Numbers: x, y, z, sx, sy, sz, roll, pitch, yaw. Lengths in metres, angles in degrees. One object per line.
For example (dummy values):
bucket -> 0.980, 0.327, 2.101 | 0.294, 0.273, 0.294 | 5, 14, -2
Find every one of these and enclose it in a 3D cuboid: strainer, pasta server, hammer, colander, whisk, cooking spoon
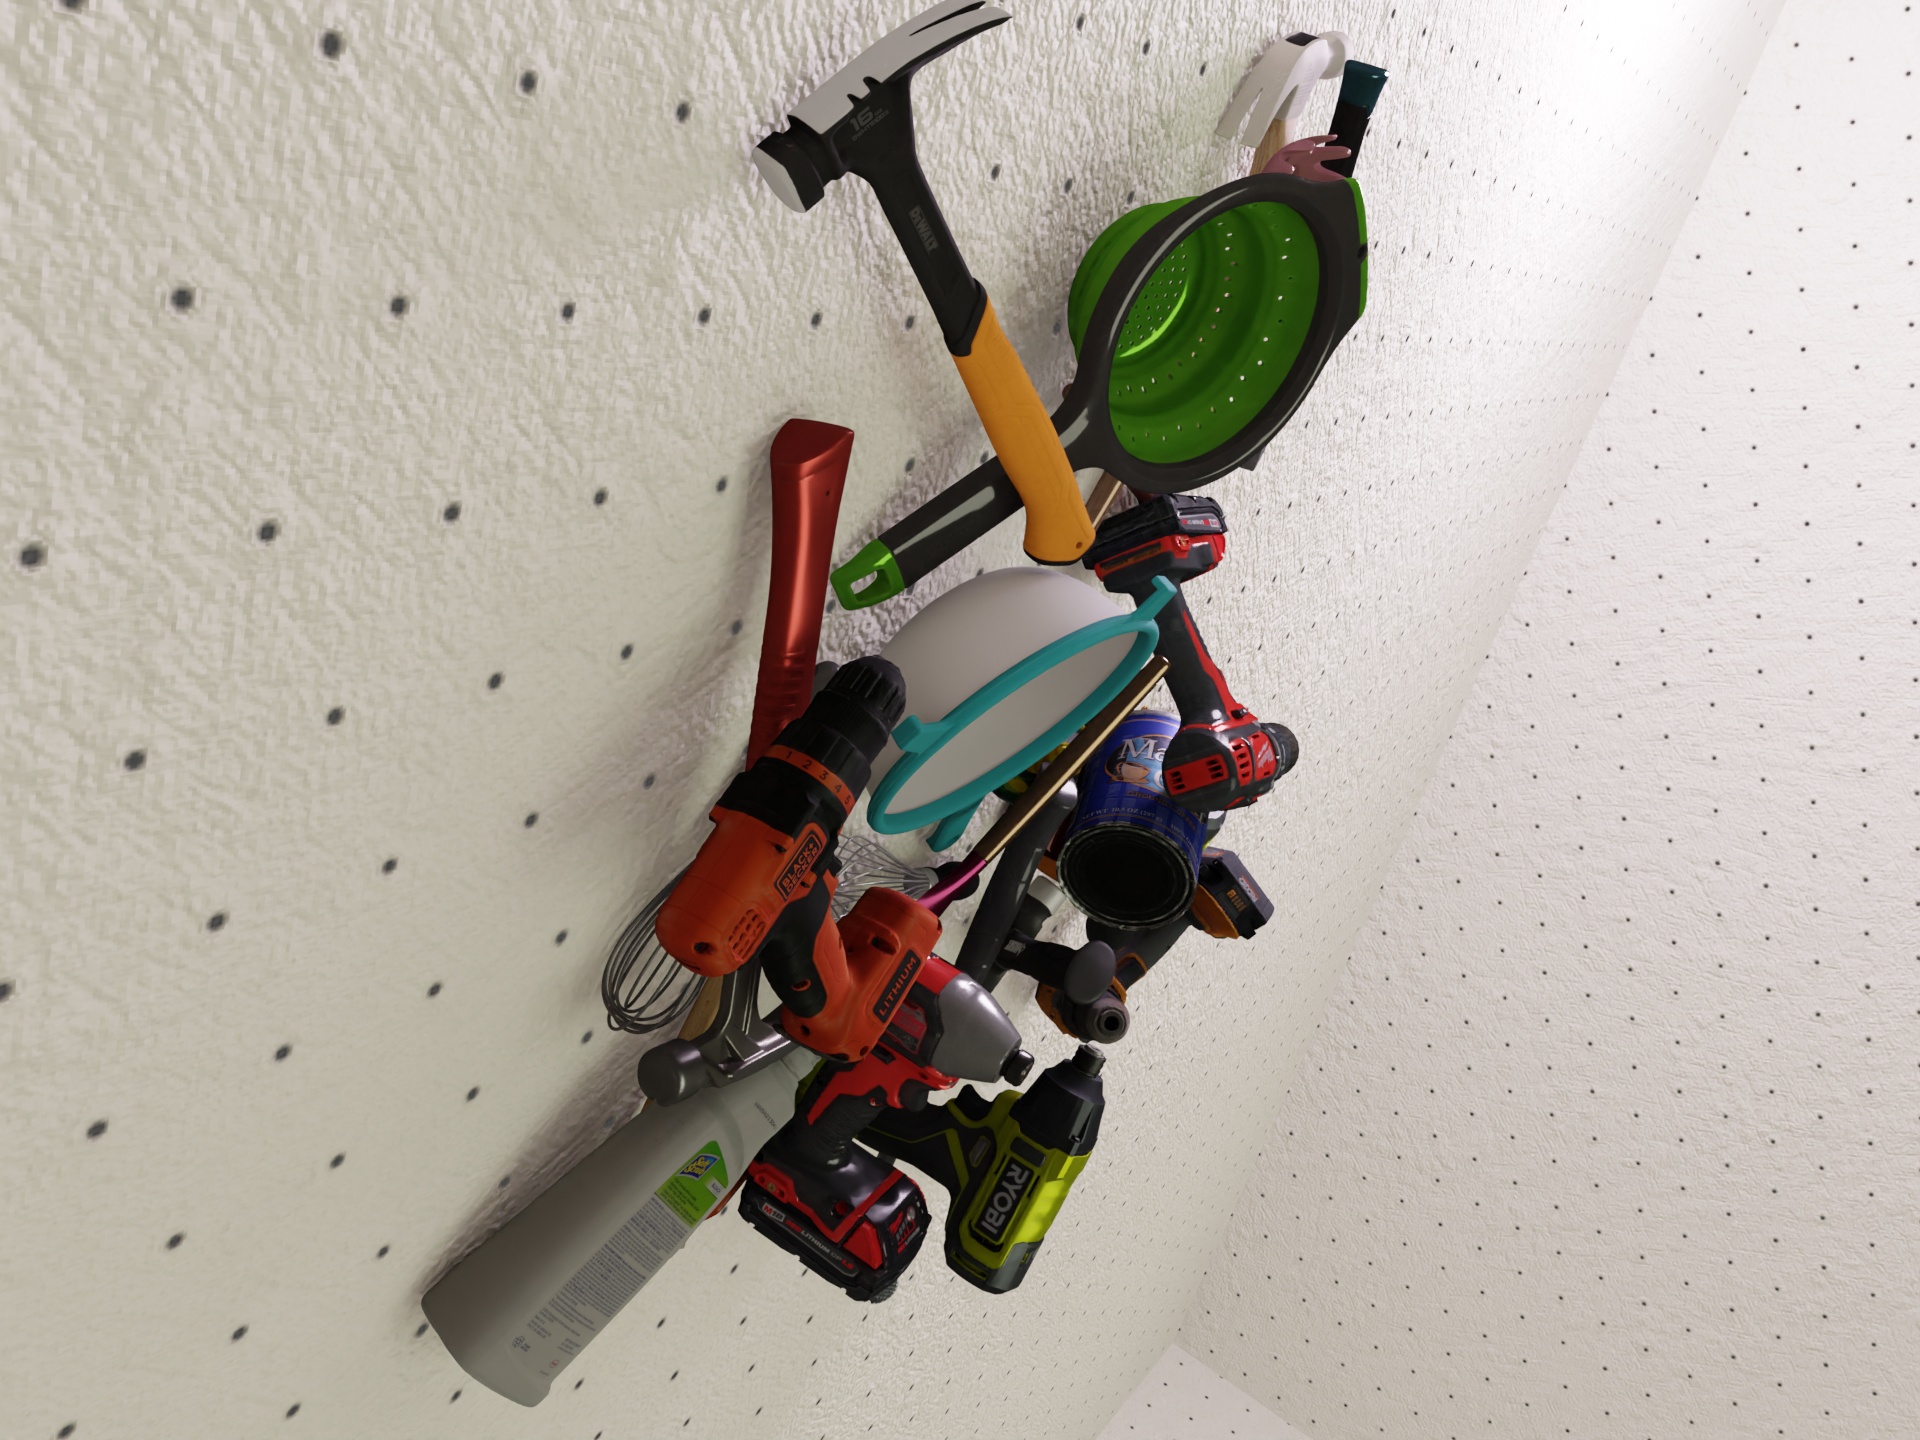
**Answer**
strainer -> -0.002, -0.003, 1.027 | 0.211, 0.095, 0.340 | -30, 167, -21
pasta server -> 0.158, -0.248, 1.066 | 0.060, 0.040, 0.316 | 19, 105, -50
hammer -> 0.249, -0.323, 1.165 | 0.330, 0.033, 0.128 | 100, 16, -47
colander -> 0.069, -0.203, 0.960 | 0.397, 0.095, 0.204 | -36, 142, -12
whisk -> -0.129, 0.068, 0.890 | 0.239, 0.055, 0.055 | -61, 156, -12
cooking spoon -> 0.031, 0.073, 1.070 | 0.319, 0.017, 0.068 | -47, 167, -6
hammer -> 0.056, 0.185, 1.205 | 0.146, 0.035, 0.335 | -50, -176, -9
hammer -> -0.008, 0.219, 1.180 | 0.036, 0.149, 0.409 | 19, 102, -22
whisk -> -0.038, 0.114, 1.108 | 0.070, 0.070, 0.284 | -64, 160, 5
hammer -> 0.198, -0.317, 1.141 | 0.130, 0.031, 0.331 | -34, 144, -47
hammer -> -0.094, 0.022, 0.843 | 0.149, 0.037, 0.359 | -17, 121, -59
hammer -> 0.016, -0.194, 0.811 | 0.127, 0.034, 0.336 | -41, 143, -7

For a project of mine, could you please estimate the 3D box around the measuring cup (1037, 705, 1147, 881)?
measuring cup -> 0.109, 0.058, 1.341 | 0.095, 0.052, 0.173 | -14, 126, -59

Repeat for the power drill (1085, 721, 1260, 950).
power drill -> 0.192, 0.095, 1.443 | 0.228, 0.080, 0.190 | -49, 170, -54

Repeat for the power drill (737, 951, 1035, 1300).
power drill -> -0.045, 0.241, 0.986 | 0.078, 0.143, 0.219 | -28, 143, -60

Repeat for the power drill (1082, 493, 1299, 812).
power drill -> 0.181, -0.047, 1.175 | 0.188, 0.080, 0.227 | -10, 81, -60

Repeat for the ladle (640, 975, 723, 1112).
ladle -> -0.179, 0.221, 0.979 | 0.315, 0.031, 0.069 | -62, 157, -2

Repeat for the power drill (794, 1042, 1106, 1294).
power drill -> -0.016, 0.257, 1.092 | 0.171, 0.223, 0.080 | -63, 156, 3

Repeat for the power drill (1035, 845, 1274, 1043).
power drill -> 0.179, 0.215, 1.474 | 0.226, 0.084, 0.185 | -37, -176, -7

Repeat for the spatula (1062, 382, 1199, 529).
spatula -> 0.130, -0.177, 1.163 | 0.060, 0.018, 0.315 | -32, 157, 13
